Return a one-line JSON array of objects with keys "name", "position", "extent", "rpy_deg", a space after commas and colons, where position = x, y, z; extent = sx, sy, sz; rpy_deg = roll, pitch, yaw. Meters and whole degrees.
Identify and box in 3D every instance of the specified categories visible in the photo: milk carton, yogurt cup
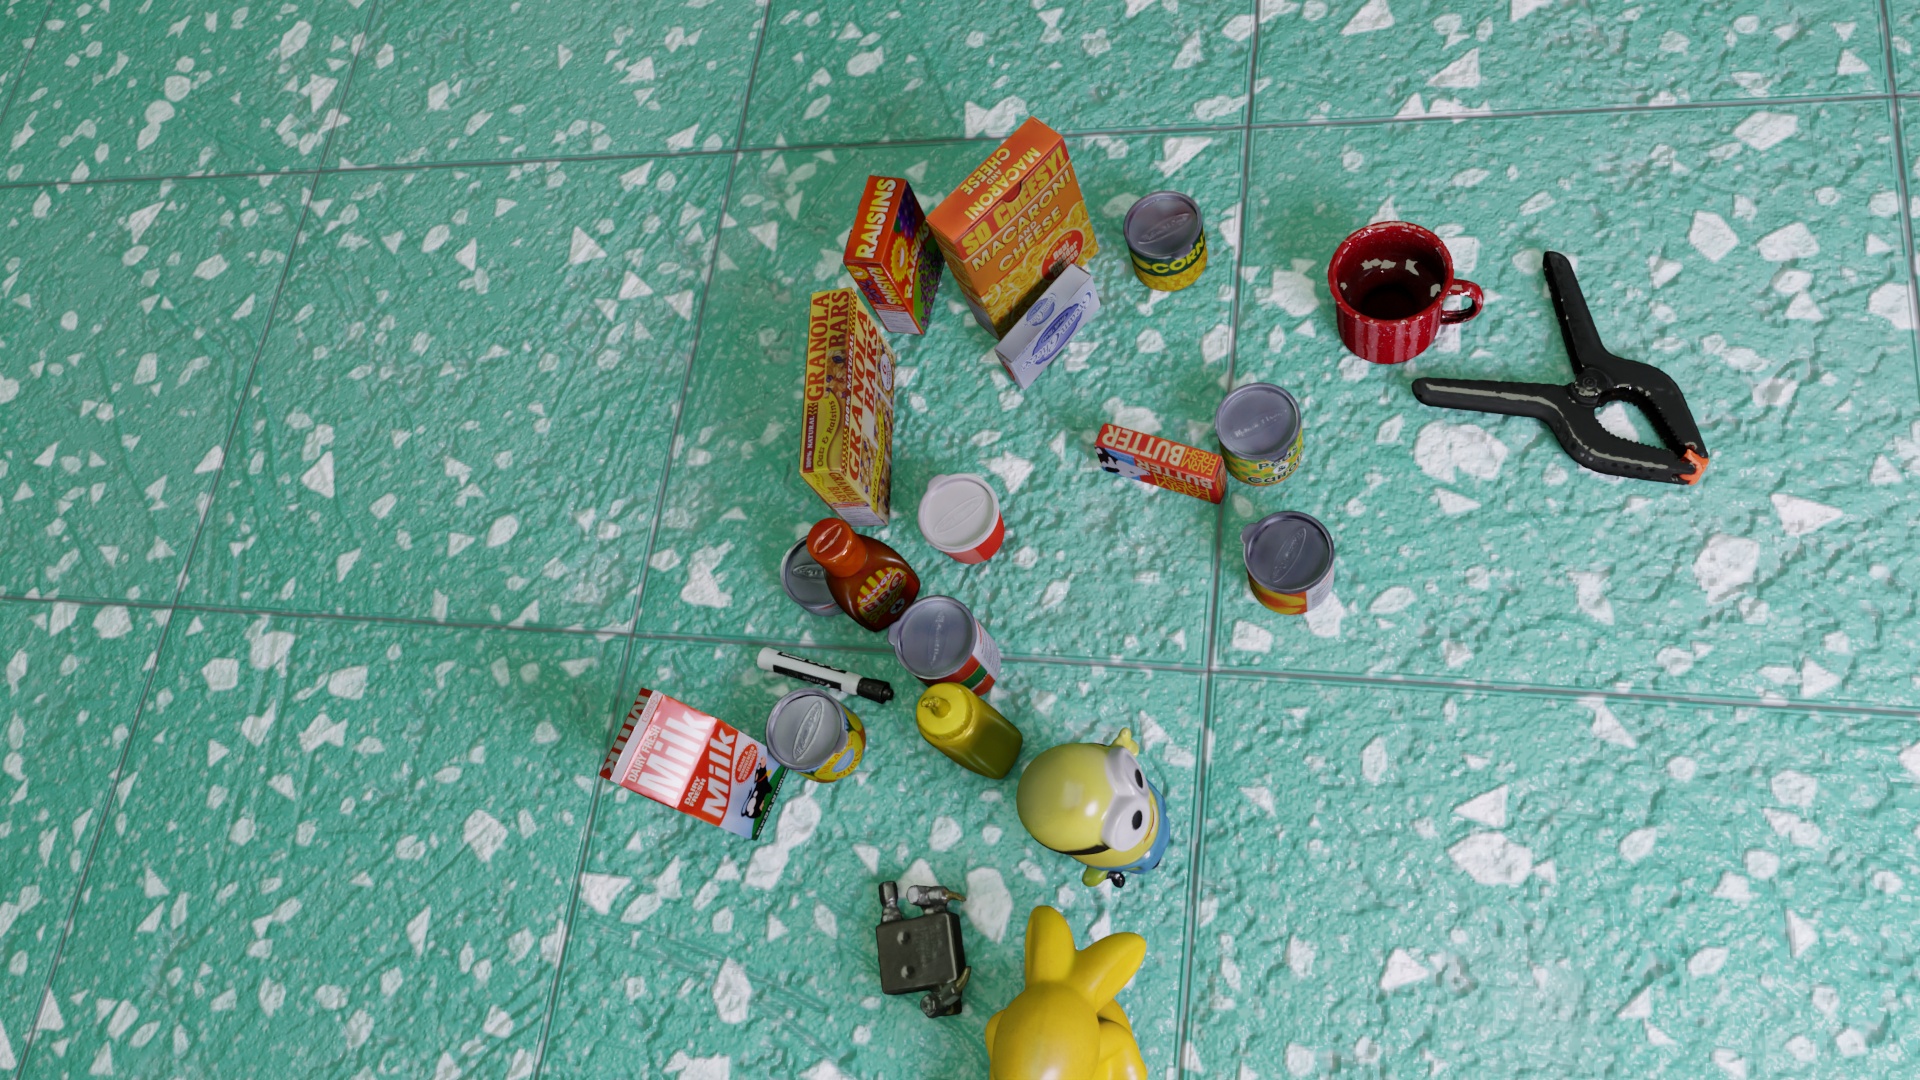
[{"name": "milk carton", "position": [-0.205, 0.168, 1.052], "extent": [0.073, 0.190, 0.072], "rpy_deg": [18, 76, 21]}, {"name": "yogurt cup", "position": [0.004, -0.014, 1.140], "extent": [0.072, 0.054, 0.072], "rpy_deg": [-5, 68, 14]}]

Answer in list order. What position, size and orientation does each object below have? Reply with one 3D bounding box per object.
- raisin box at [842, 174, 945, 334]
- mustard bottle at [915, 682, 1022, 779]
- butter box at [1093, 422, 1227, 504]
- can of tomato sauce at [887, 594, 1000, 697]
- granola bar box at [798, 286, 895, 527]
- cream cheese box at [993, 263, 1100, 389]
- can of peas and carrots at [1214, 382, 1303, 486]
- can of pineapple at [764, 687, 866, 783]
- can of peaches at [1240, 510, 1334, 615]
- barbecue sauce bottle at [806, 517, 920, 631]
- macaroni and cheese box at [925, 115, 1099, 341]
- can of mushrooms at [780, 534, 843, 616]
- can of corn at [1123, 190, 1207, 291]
[{"name": "raisin box", "position": [-0.056, -0.247, 1.210], "extent": [0.040, 0.123, 0.086], "rpy_deg": [9, 73, 19]}, {"name": "mustard bottle", "position": [0.001, 0.136, 1.023], "extent": [0.065, 0.160, 0.049], "rpy_deg": [23, 78, 22]}, {"name": "butter box", "position": [0.162, -0.062, 1.115], "extent": [0.103, 0.053, 0.024], "rpy_deg": [18, 76, 21]}, {"name": "can of tomato sauce", "position": [-0.011, 0.087, 1.089], "extent": [0.071, 0.083, 0.071], "rpy_deg": [-5, 68, 14]}, {"name": "granola bar box", "position": [-0.093, -0.109, 1.166], "extent": [0.039, 0.124, 0.166], "rpy_deg": [-4, 68, 14]}, {"name": "cream cheese box", "position": [0.075, -0.182, 1.186], "extent": [0.024, 0.053, 0.104], "rpy_deg": [39, 83, 25]}, {"name": "can of peas and carrots", "position": [0.238, -0.081, 1.098], "extent": [0.071, 0.058, 0.071], "rpy_deg": [-5, 68, 14]}, {"name": "can of pineapple", "position": [-0.113, 0.157, 1.104], "extent": [0.071, 0.057, 0.071], "rpy_deg": [-5, 68, 14]}, {"name": "can of peaches", "position": [0.249, 0.017, 1.057], "extent": [0.071, 0.058, 0.071], "rpy_deg": [-5, 68, 14]}, {"name": "barbecue sauce bottle", "position": [-0.079, 0.024, 1.096], "extent": [0.044, 0.148, 0.065], "rpy_deg": [41, 85, 25]}, {"name": "macaroni and cheese box", "position": [0.048, -0.255, 1.160], "extent": [0.124, 0.166, 0.040], "rpy_deg": [-45, 65, -4]}, {"name": "can of mushrooms", "position": [-0.115, 0.027, 1.169], "extent": [0.071, 0.033, 0.071], "rpy_deg": [-5, 68, 14]}, {"name": "can of corn", "position": [0.177, -0.252, 1.183], "extent": [0.071, 0.058, 0.071], "rpy_deg": [-5, 68, 14]}]
